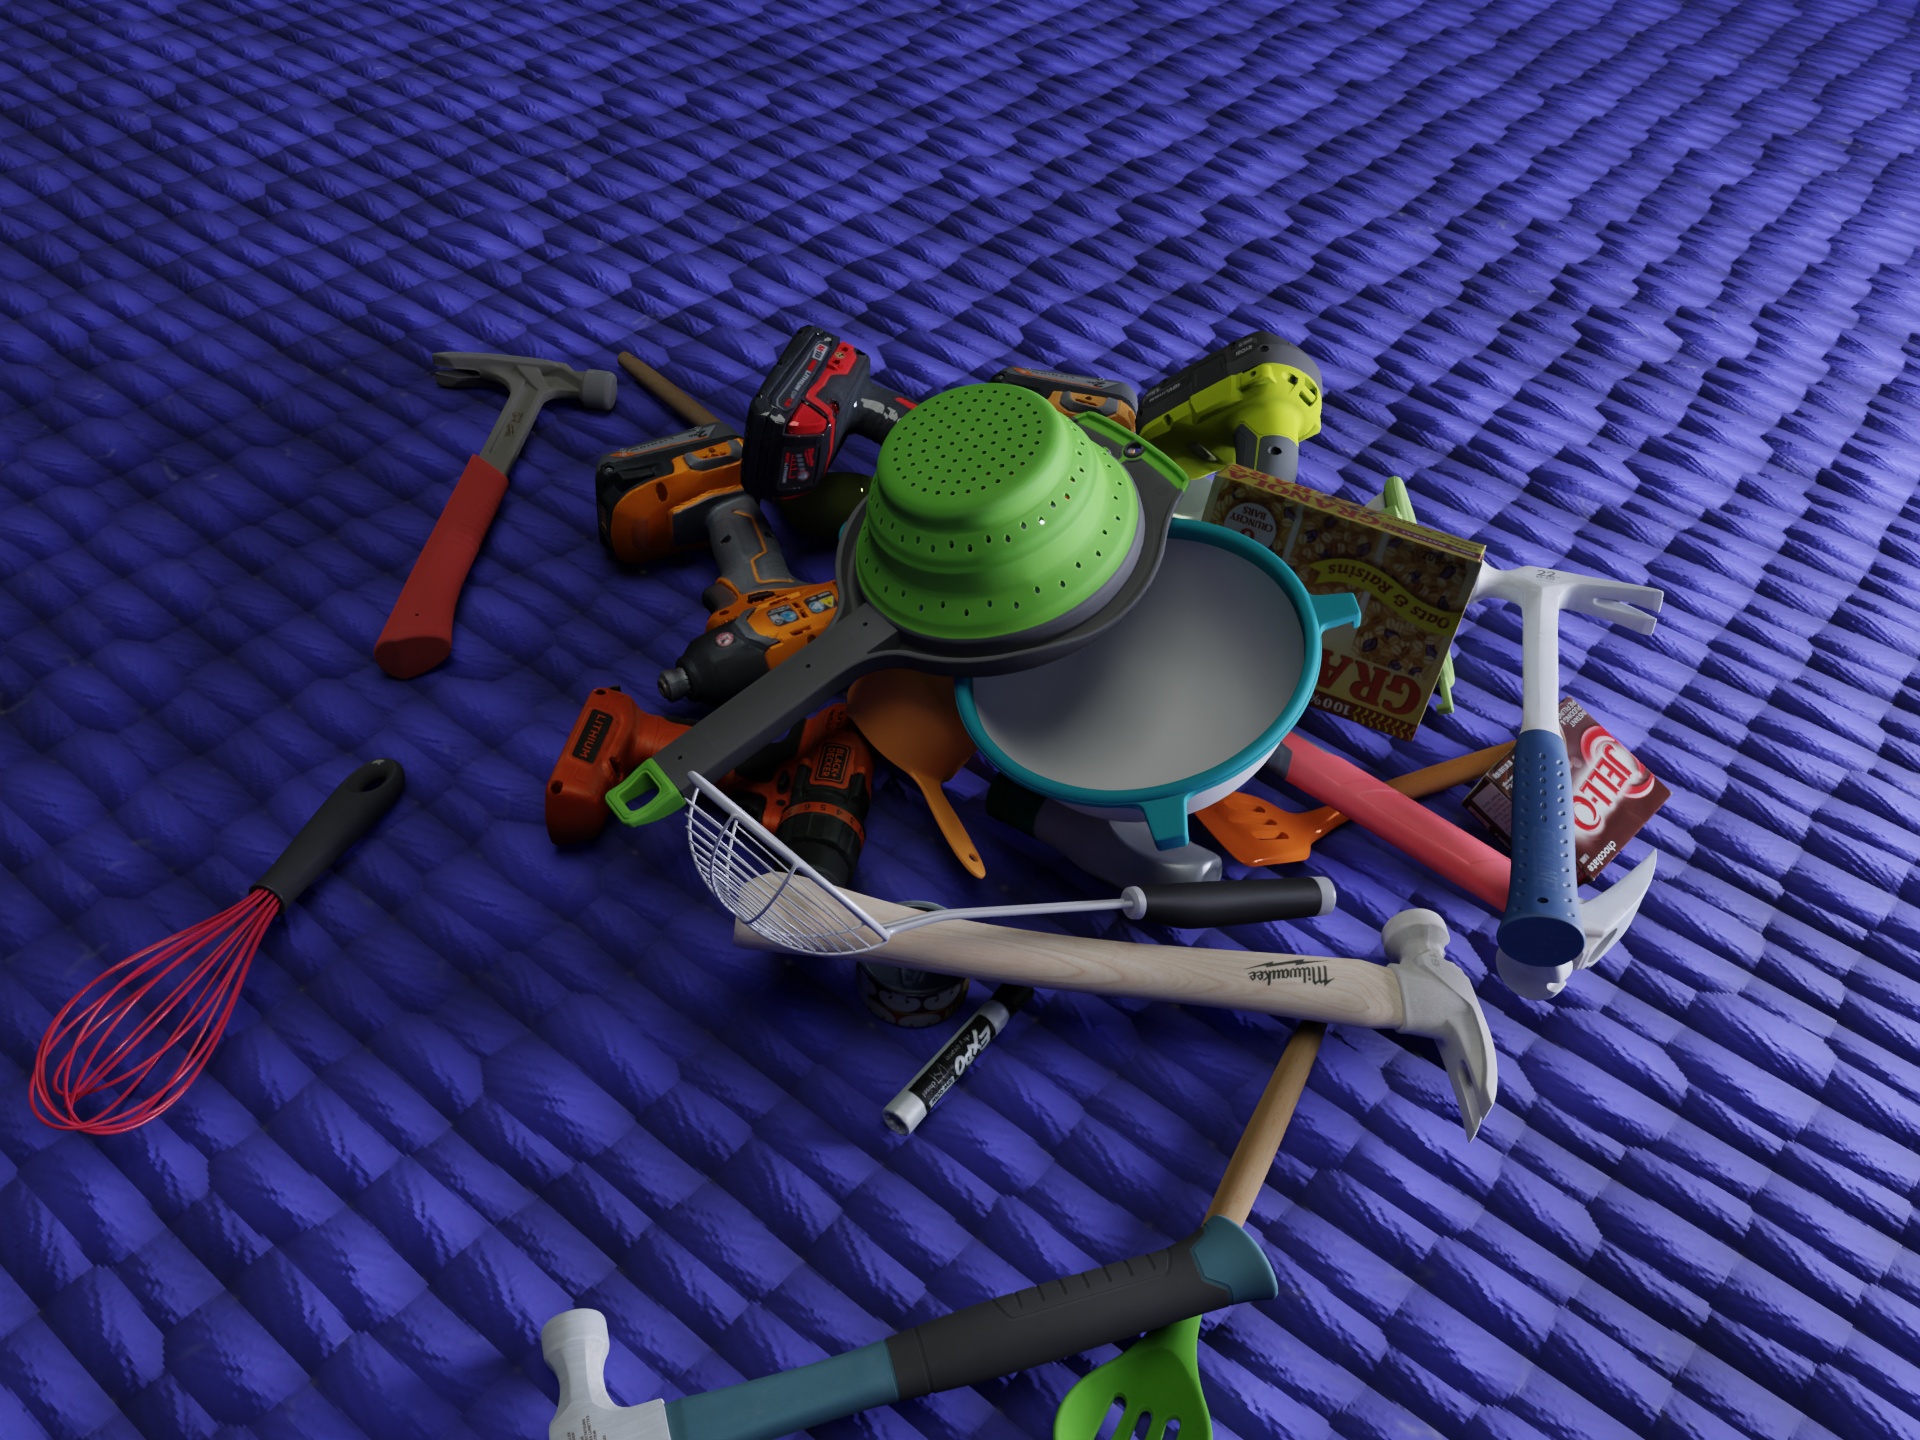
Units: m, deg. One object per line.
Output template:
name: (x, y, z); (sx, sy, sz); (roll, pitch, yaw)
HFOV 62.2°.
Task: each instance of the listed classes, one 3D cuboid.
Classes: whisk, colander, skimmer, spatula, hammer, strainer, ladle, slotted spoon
whisk: (-0.393, 0.112, 0.875); (0.073, 0.073, 0.296); (14, 38, 9)
colander: (-0.049, -0.083, 0.921); (0.397, 0.094, 0.205); (-37, 51, -13)
skimmer: (0.037, 0.070, 0.832); (0.363, 0.090, 0.127); (0, 7, -19)
spatula: (0.288, 0.037, 1.025); (0.322, 0.041, 0.081); (-15, 43, -21)
hammer: (0.083, 0.140, 0.858); (0.410, 0.038, 0.146); (8, 35, -6)
strainer: (0.060, -0.039, 0.977); (0.341, 0.095, 0.211); (27, 64, 33)
hammer: (0.228, 0.025, 0.982); (0.143, 0.038, 0.387); (-26, 47, -38)
ladle: (-0.178, -0.231, 1.248); (0.078, 0.062, 0.320); (3, 29, -50)
hammer: (0.359, 0.007, 0.966); (0.144, 0.035, 0.406); (9, 34, 14)
slotted spoon: (0.131, 0.256, 0.795); (0.070, 0.031, 0.314); (15, 42, 24)
hammer: (-0.367, -0.164, 1.172); (0.149, 0.036, 0.359); (6, 44, 0)
strainer: (0.302, -0.110, 1.151); (0.069, 0.151, 0.256); (-15, 20, 18)
hammer: (-0.018, 0.288, 0.719); (0.331, 0.033, 0.128); (-14, 48, -9)

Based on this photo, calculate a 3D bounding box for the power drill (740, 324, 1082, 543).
power drill: (-0.031, -0.175, 1.087); (0.219, 0.078, 0.143); (21, 52, 2)

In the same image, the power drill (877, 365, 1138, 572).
power drill: (0.038, -0.169, 1.190); (0.185, 0.084, 0.226); (9, 49, 6)

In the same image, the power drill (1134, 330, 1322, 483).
power drill: (0.185, -0.147, 1.111); (0.171, 0.080, 0.223); (-23, 50, 36)

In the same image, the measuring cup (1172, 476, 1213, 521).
measuring cup: (0.174, -0.131, 1.187); (0.083, 0.038, 0.168); (-1, 42, -7)

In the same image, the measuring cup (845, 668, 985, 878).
measuring cup: (-0.007, 0.019, 0.975); (0.095, 0.052, 0.174); (20, 30, -41)

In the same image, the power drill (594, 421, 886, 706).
power drill: (-0.168, -0.101, 1.098); (0.164, 0.084, 0.227); (-23, 55, -26)
